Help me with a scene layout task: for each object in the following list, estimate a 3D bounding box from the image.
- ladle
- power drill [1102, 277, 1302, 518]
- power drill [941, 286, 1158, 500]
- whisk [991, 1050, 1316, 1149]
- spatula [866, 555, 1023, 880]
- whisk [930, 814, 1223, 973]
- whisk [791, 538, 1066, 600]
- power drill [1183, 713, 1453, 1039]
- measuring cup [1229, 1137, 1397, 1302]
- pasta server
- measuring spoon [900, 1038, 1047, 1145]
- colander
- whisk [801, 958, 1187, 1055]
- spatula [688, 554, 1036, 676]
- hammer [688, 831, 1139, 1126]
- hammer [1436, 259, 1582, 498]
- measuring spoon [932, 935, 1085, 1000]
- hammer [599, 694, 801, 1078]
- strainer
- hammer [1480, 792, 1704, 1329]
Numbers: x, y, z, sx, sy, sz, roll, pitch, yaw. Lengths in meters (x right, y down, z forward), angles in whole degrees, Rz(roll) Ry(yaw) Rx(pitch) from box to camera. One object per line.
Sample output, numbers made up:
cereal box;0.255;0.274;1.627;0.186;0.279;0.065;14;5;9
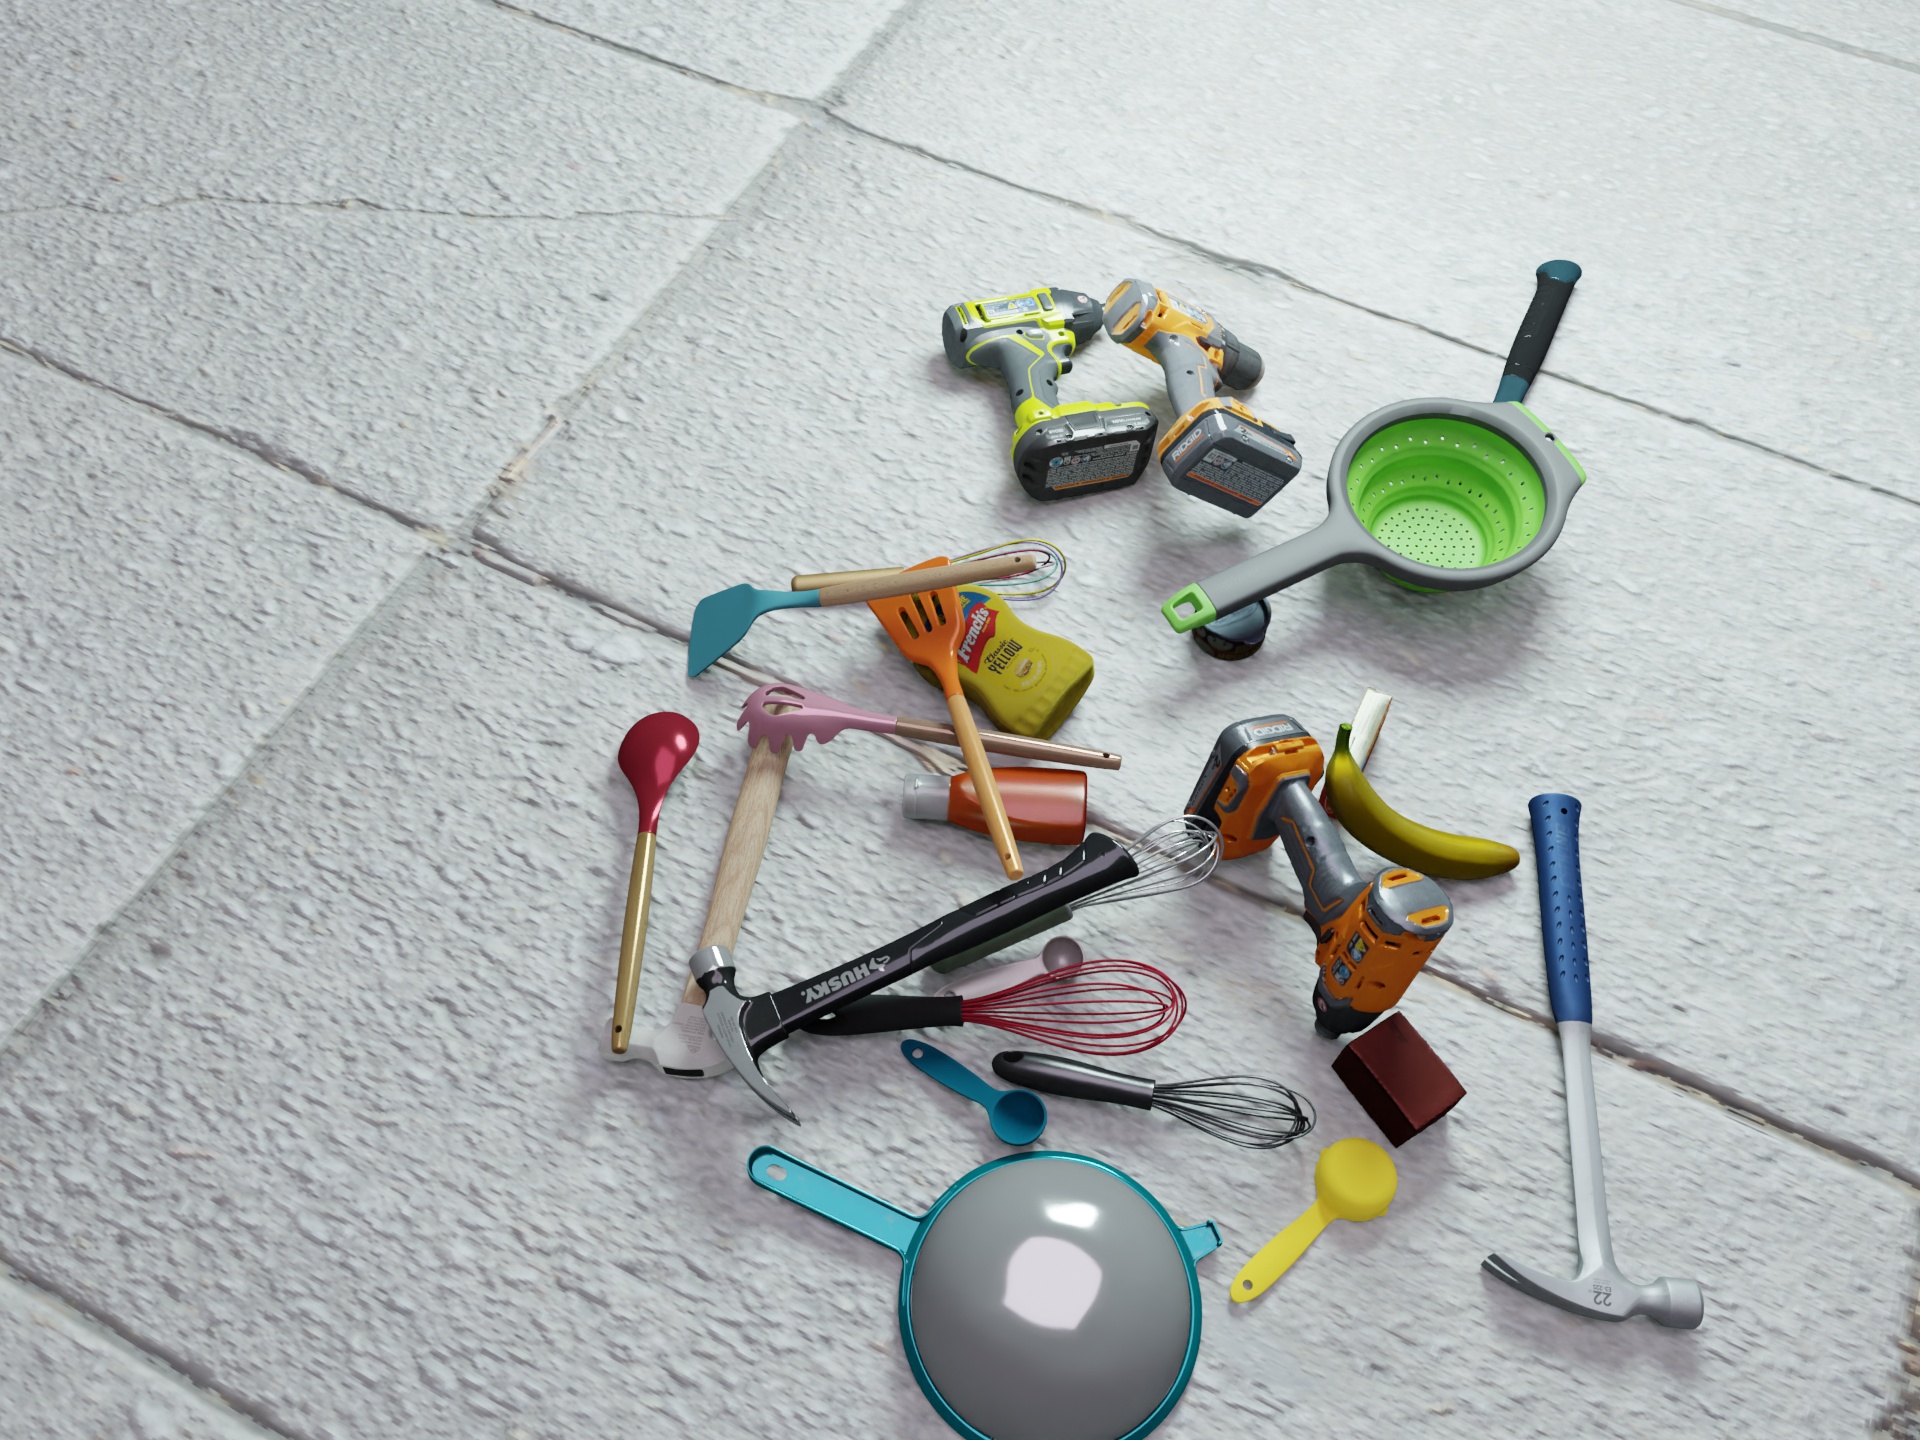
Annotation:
ladle;-0.249;0.113;1.244;0.069;0.031;0.316;-7;53;7
power drill;0.234;-0.294;1.457;0.185;0.084;0.226;15;45;-37
power drill;0.095;-0.322;1.512;0.171;0.080;0.223;-12;57;-14
whisk;0.140;0.272;1.168;0.239;0.055;0.055;9;59;10
spatula;-0.002;-0.004;1.261;0.081;0.041;0.323;-26;47;7
whisk;0.088;0.138;1.225;0.246;0.059;0.058;-24;17;1
whisk;-0.028;-0.132;1.412;0.245;0.047;0.051;-4;57;0
power drill;0.263;0.124;1.208;0.084;0.164;0.227;-9;48;-27
measuring cup;0.249;0.355;1.126;0.156;0.029;0.062;-36;66;-22
pasta server;-0.026;0.013;1.298;0.316;0.040;0.060;9;58;1
measuring spoon;0.008;0.275;1.183;0.129;0.021;0.042;28;62;25
colander;0.352;-0.148;1.401;0.397;0.094;0.205;-25;61;-11
whisk;0.021;0.216;1.190;0.296;0.073;0.073;-3;59;5
spatula;-0.089;-0.103;1.341;0.317;0.044;0.082;-8;56;12
hammer;-0.023;0.171;1.170;0.335;0.035;0.146;-24;60;-7
hammer;0.545;-0.339;1.555;0.128;0.033;0.331;23;61;13
measuring spoon;0.037;0.199;1.230;0.124;0.018;0.034;-18;74;-4
hammer;-0.175;0.123;1.259;0.130;0.031;0.332;9;59;5
strainer;0.005;0.359;1.081;0.340;0.095;0.211;22;61;10
hammer;0.458;0.239;1.199;0.144;0.035;0.406;6;59;2
